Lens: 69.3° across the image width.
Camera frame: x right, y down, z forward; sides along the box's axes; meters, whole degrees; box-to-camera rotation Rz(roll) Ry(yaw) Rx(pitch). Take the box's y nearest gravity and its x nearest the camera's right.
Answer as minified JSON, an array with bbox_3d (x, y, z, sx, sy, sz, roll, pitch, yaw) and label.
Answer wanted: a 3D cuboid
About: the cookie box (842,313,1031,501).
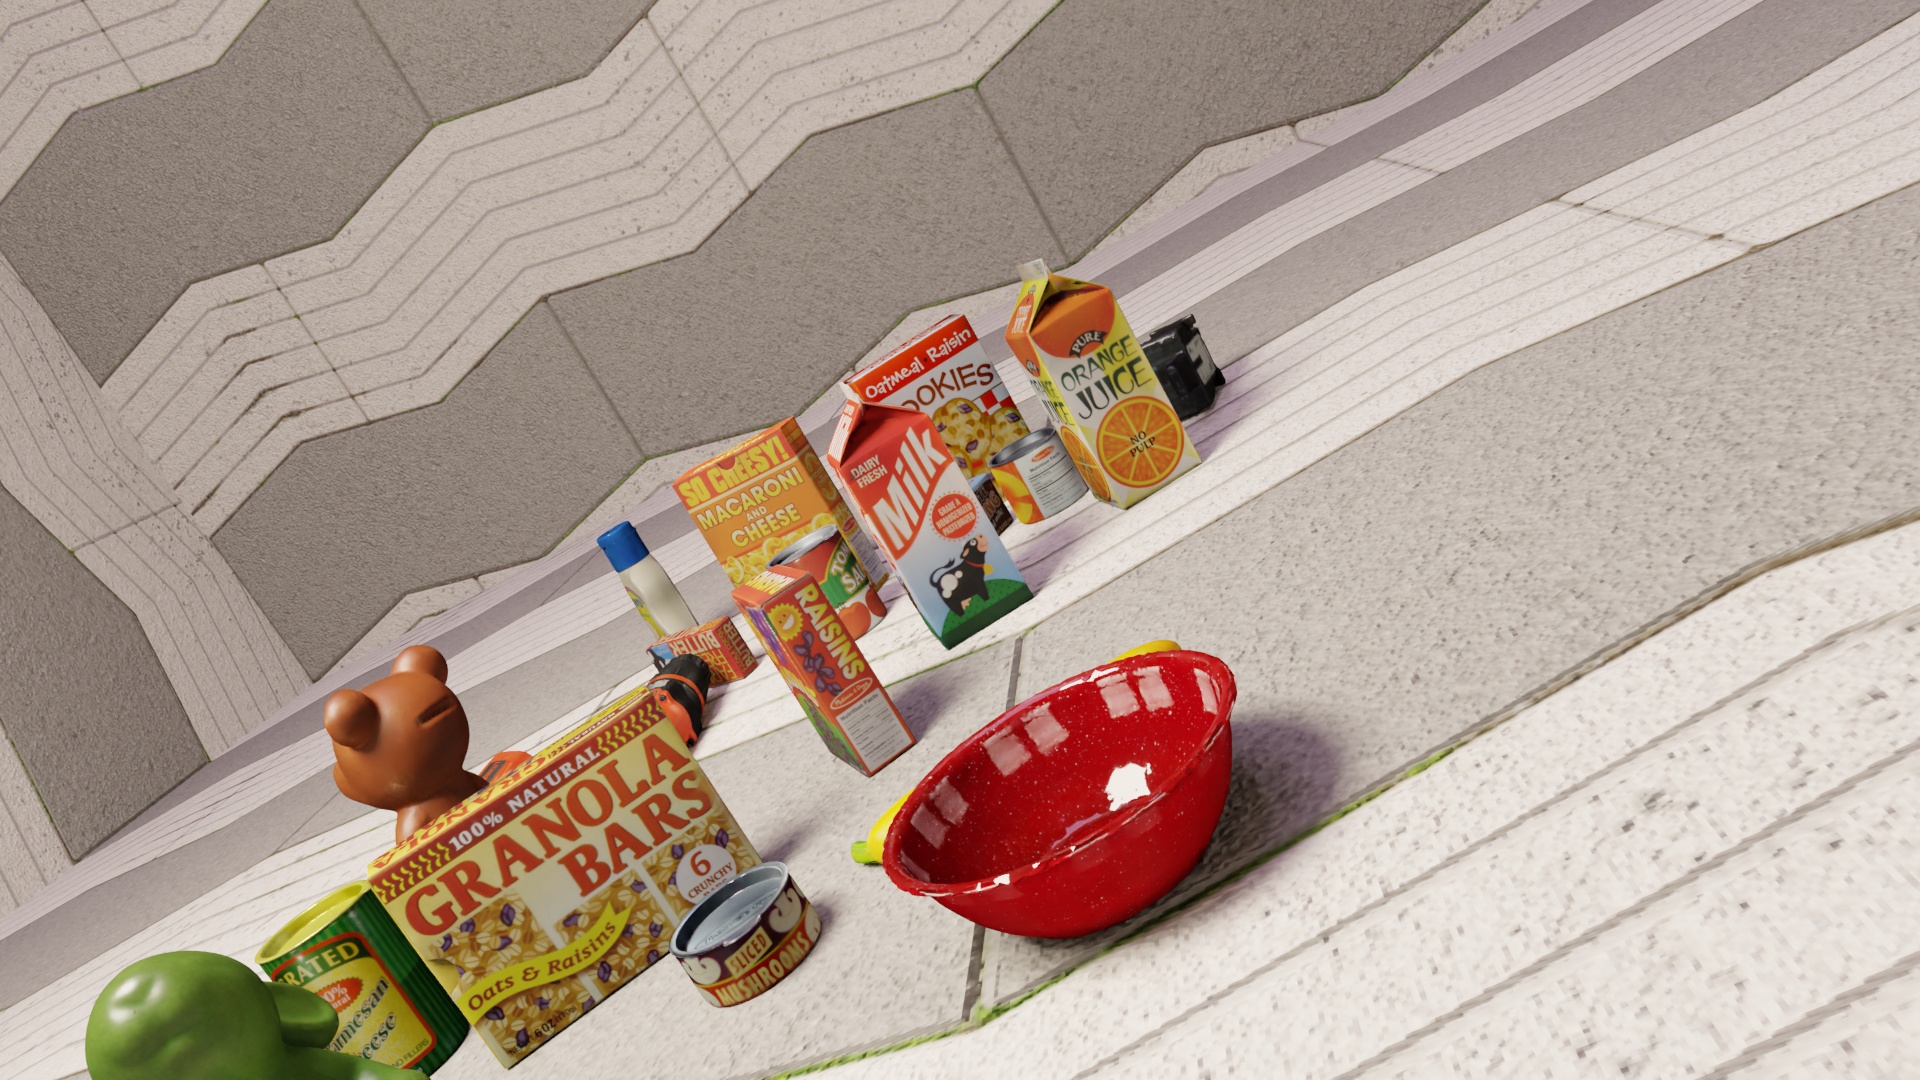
[{"bbox_3d":[-0.012,-0.103,1.257,0.123,0.167,0.040,-34,13,-16],"label":"cookie box"}]

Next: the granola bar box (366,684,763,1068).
[{"bbox_3d":[-0.202,0.173,0.730,0.166,0.124,0.039,-34,13,-17],"label":"granola bar box"}]

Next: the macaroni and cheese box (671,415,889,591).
[{"bbox_3d":[-0.158,-0.009,1.224,0.123,0.166,0.040,-25,14,23],"label":"macaroni and cheese box"}]

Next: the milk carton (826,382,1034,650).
[{"bbox_3d":[-0.032,-0.027,0.964,0.073,0.190,0.072,-32,13,-6],"label":"milk carton"}]

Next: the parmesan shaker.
[{"bbox_3d":[-0.326,0.248,0.767,0.071,0.103,0.071,-29,13,7],"label":"parmesan shaker"}]

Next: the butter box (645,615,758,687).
[{"bbox_3d":[-0.225,0.102,1.207,0.103,0.053,0.024,-18,17,41],"label":"butter box"}]

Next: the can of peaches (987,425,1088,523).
[{"bbox_3d":[0.064,-0.054,1.152,0.071,0.058,0.071,-29,13,7],"label":"can of peaches"}]

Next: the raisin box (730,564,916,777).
[{"bbox_3d":[-0.085,0.077,0.841,0.040,0.123,0.086,-34,13,-16],"label":"raisin box"}]

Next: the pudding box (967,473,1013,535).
[{"bbox_3d":[0.004,-0.014,1.152,0.030,0.049,0.084,-19,17,40],"label":"pudding box"}]

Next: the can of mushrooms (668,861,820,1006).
[{"bbox_3d":[-0.102,0.188,0.660,0.071,0.033,0.071,-28,13,7],"label":"can of mushrooms"}]

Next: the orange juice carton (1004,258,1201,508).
[{"bbox_3d":[0.097,-0.125,1.046,0.073,0.192,0.072,-32,13,-7],"label":"orange juice carton"}]

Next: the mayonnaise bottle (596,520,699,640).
[{"bbox_3d":[-0.294,0.052,1.331,0.041,0.148,0.064,-36,14,-23],"label":"mayonnaise bottle"}]

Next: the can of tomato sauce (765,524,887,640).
[{"bbox_3d":[-0.106,0.038,1.119,0.071,0.083,0.071,-29,13,7],"label":"can of tomato sauce"}]
